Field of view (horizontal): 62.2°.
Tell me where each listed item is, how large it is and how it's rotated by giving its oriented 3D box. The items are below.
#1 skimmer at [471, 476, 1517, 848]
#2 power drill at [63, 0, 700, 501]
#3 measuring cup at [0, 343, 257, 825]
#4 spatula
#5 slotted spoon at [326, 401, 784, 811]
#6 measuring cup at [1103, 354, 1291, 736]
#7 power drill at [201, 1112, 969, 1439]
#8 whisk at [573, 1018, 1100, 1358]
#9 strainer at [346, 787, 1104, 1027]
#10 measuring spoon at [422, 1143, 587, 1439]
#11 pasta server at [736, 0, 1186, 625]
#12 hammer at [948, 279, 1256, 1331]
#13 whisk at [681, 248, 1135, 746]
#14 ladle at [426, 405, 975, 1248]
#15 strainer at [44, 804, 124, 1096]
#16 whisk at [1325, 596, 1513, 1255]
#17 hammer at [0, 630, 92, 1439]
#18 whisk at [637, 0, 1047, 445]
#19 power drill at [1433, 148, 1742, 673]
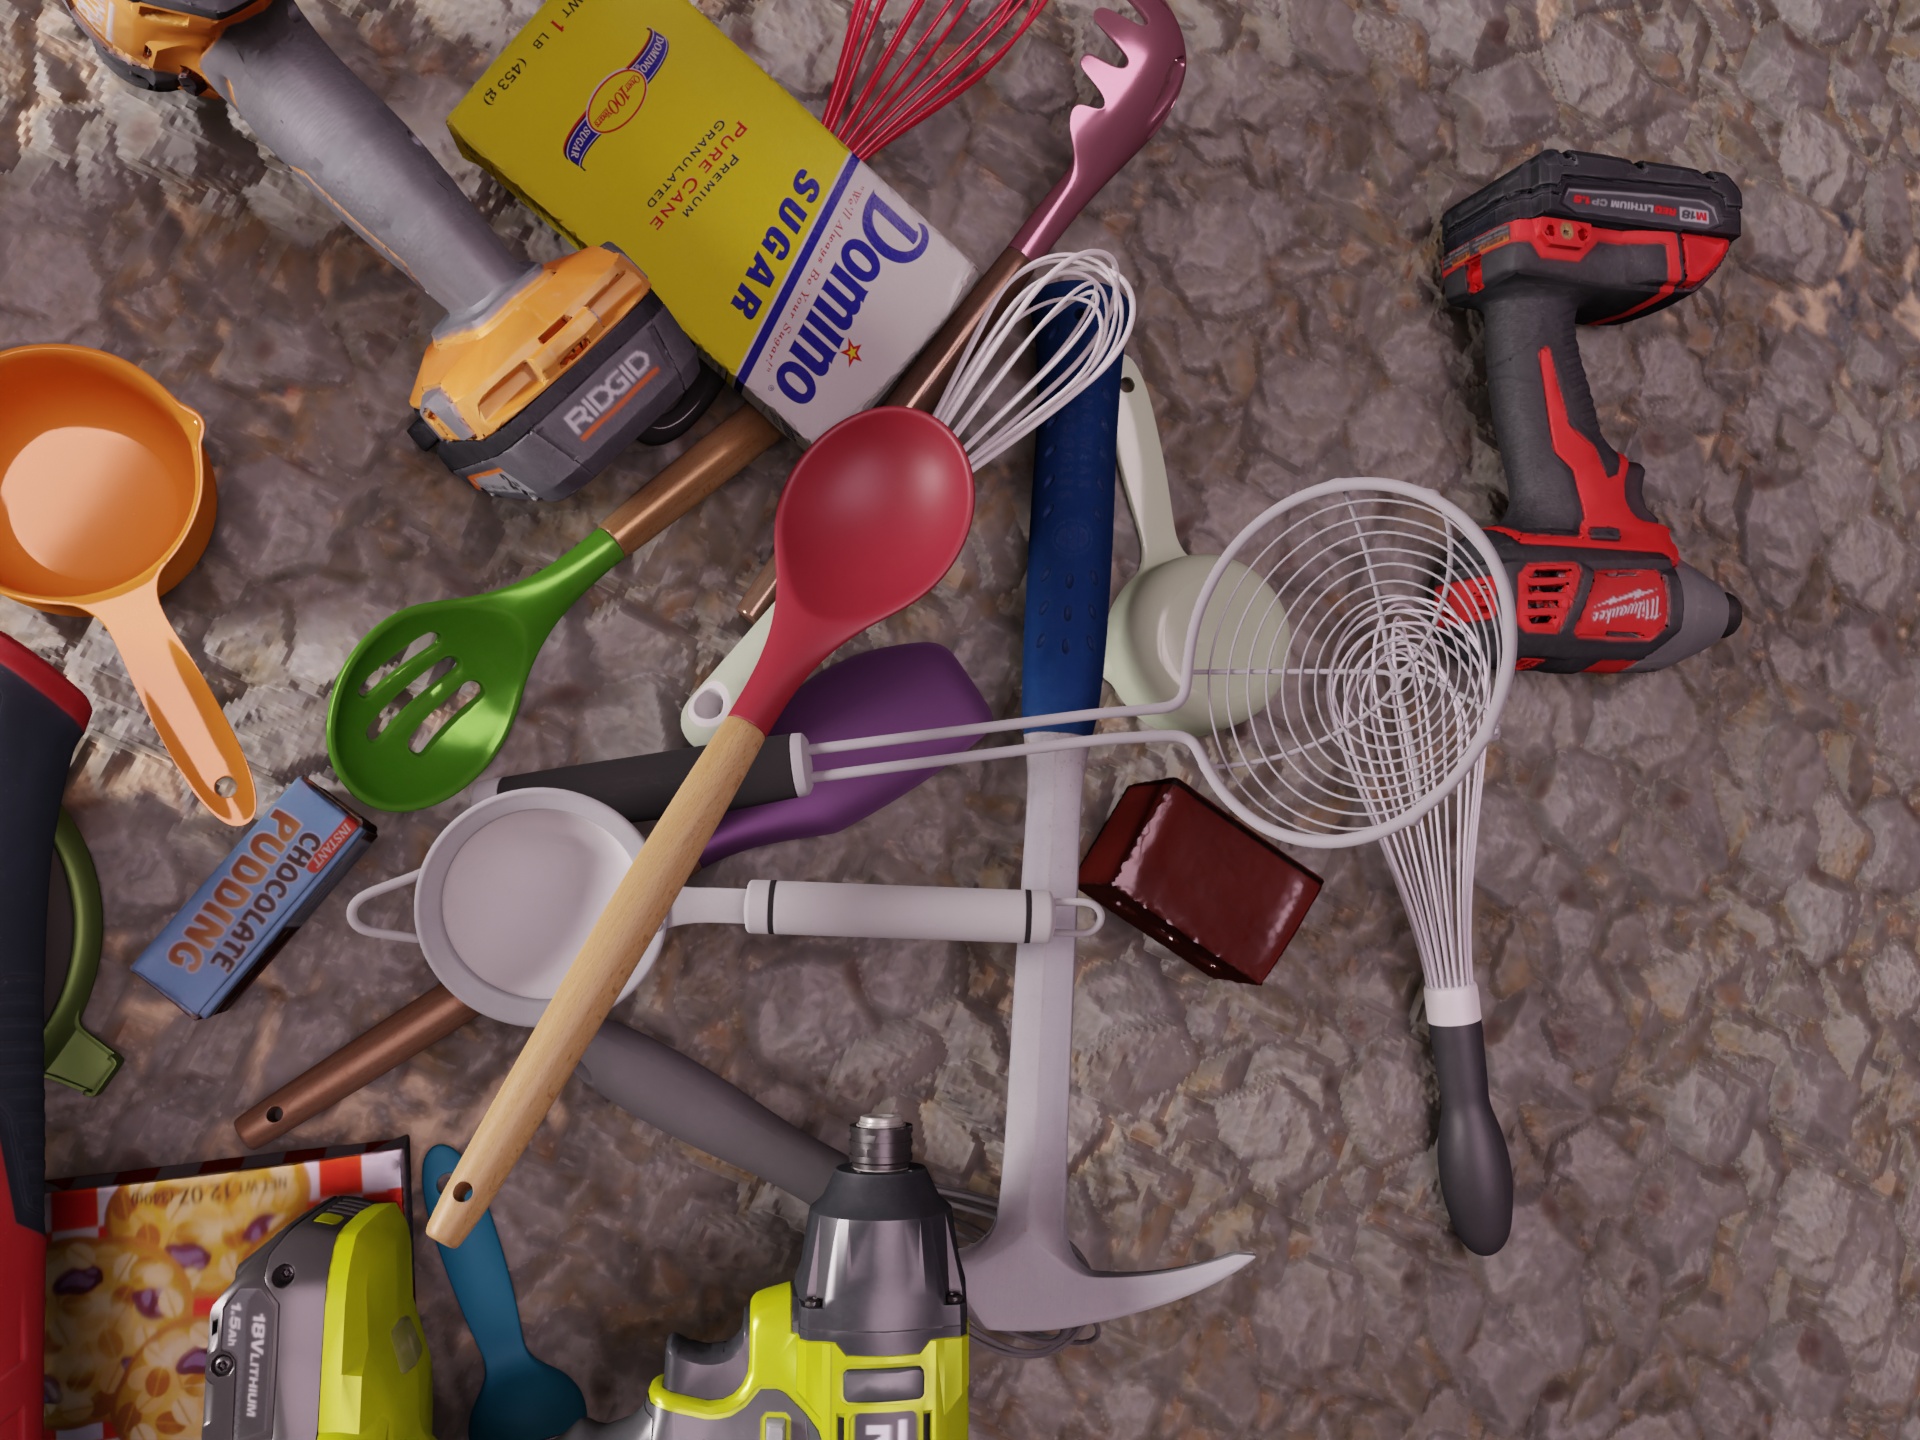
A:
[{"bbox_3d":[-0.001,-0.002,0.550,0.363,0.090,0.127,-8,72,3],"label":"skimmer"},{"bbox_3d":[-0.209,-0.183,0.542,0.084,0.185,0.226,-48,117,-15],"label":"power drill"},{"bbox_3d":[-0.285,-0.041,0.549,0.095,0.052,0.173,-27,94,-17],"label":"measuring cup"},{"bbox_3d":[-0.125,0.062,0.602,0.316,0.018,0.060,-33,84,-17],"label":"spatula"},{"bbox_3d":[-0.114,-0.083,0.613,0.314,0.031,0.070,-44,129,-19],"label":"slotted spoon"},{"bbox_3d":[0.091,-0.076,0.666,0.083,0.038,0.167,-14,91,-17],"label":"measuring cup"},{"bbox_3d":[-0.108,0.212,0.498,0.223,0.080,0.171,1,83,-7],"label":"power drill"},{"bbox_3d":[-0.049,0.174,0.599,0.239,0.055,0.055,31,77,-7],"label":"whisk"},{"bbox_3d":[-0.078,0.066,0.561,0.258,0.050,0.087,2,101,-1],"label":"strainer"},{"bbox_3d":[-0.169,0.215,0.571,0.042,0.021,0.128,-18,91,-17],"label":"measuring spoon"},{"bbox_3d":[0.002,-0.170,0.648,0.040,0.060,0.316,34,82,17],"label":"pasta server"},{"bbox_3d":[0.042,0.018,0.606,0.144,0.035,0.406,2,73,6],"label":"hammer"},{"bbox_3d":[-0.021,-0.083,0.609,0.058,0.059,0.246,42,91,25],"label":"whisk"},{"bbox_3d":[-0.082,0.024,0.523,0.069,0.031,0.315,24,67,11],"label":"ladle"},{"bbox_3d":[-0.371,0.018,0.507,0.151,0.069,0.256,-8,89,-17],"label":"strainer"},{"bbox_3d":[0.206,0.088,0.678,0.070,0.070,0.284,-9,92,-17],"label":"whisk"},{"bbox_3d":[-0.294,0.159,0.445,0.143,0.038,0.386,1,71,-33],"label":"hammer"},{"bbox_3d":[-0.046,-0.233,0.636,0.073,0.073,0.296,34,83,-11],"label":"whisk"},{"bbox_3d":[0.285,-0.130,0.712,0.143,0.078,0.220,2,87,-16],"label":"power drill"}]
